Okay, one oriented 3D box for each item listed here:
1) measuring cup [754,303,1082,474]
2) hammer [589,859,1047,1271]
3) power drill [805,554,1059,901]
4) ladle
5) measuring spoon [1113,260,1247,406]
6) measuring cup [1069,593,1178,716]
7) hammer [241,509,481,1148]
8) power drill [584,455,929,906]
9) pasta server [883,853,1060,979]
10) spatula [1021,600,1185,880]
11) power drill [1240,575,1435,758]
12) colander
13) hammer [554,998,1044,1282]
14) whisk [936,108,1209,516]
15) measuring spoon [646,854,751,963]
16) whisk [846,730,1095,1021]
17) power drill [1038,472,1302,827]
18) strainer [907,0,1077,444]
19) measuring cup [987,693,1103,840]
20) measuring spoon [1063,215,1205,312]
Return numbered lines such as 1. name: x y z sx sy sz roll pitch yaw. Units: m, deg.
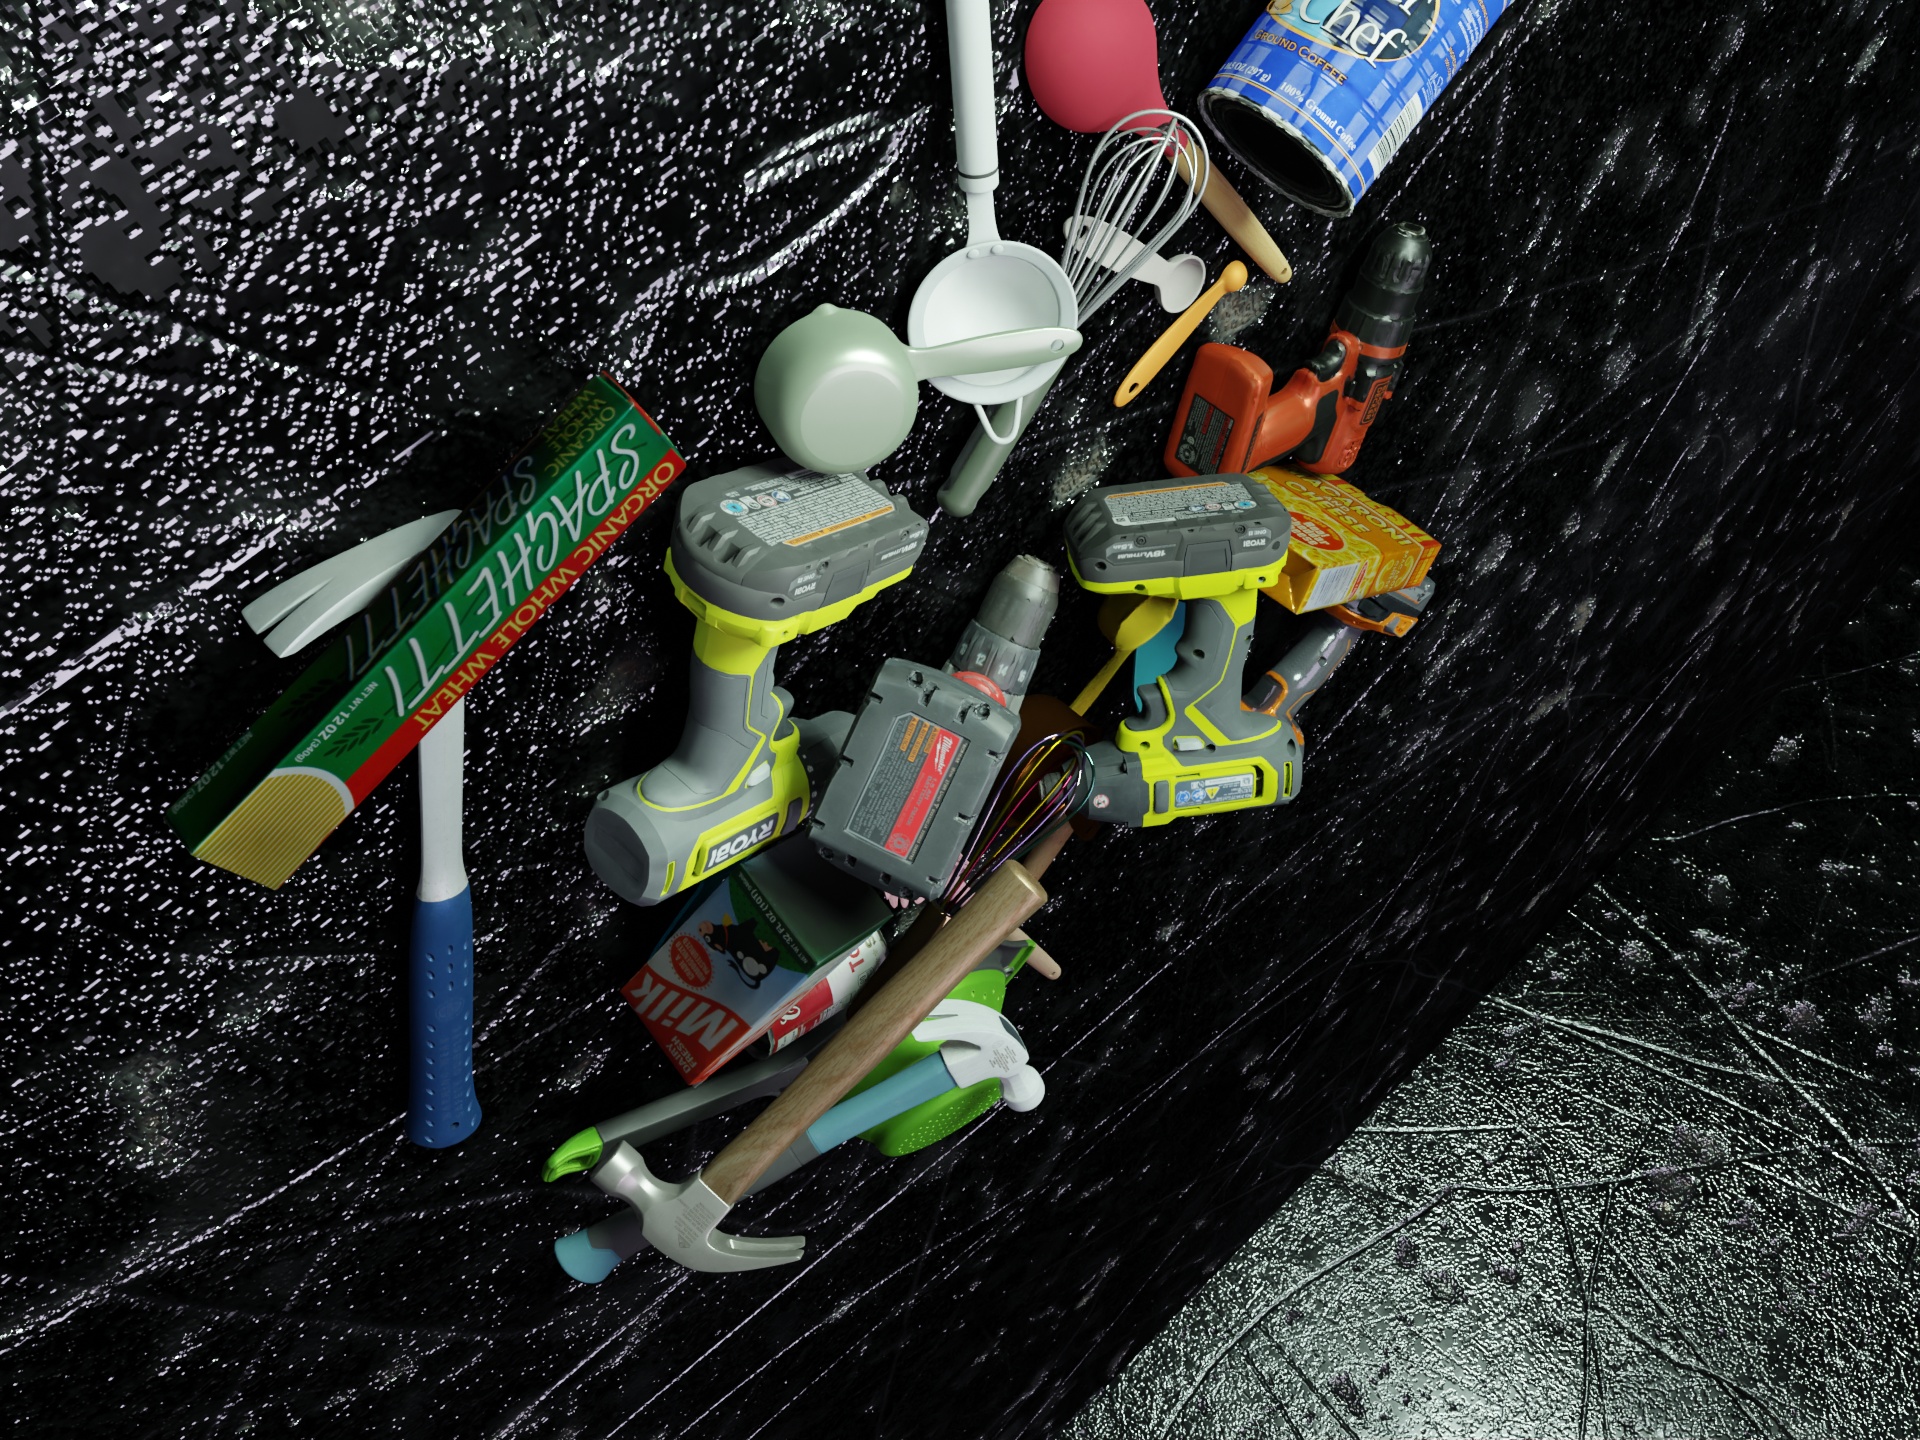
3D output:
1. measuring cup: -0.014 -0.163 0.767 0.167 0.038 0.083 -13 135 -13
2. hammer: -0.071 0.214 0.985 0.331 0.130 0.031 -45 -174 6
3. power drill: -0.001 -0.003 0.919 0.188 0.080 0.227 -65 176 11
4. ladle: 0.125 -0.301 0.863 0.069 0.031 0.315 -52 152 13
5. measuring spoon: 0.135 -0.233 0.964 0.117 0.011 0.021 -48 150 -2
6. measuring cup: 0.096 -0.044 1.125 0.062 0.029 0.156 -9 143 -48
7. hammer: -0.260 0.076 0.778 0.144 0.035 0.405 -22 141 -38
8. power drill: -0.096 -0.022 0.840 0.190 0.080 0.228 -27 147 -46
9. pasta server: 0.019 0.150 1.198 0.060 0.040 0.315 -34 145 6
10. spatula: 0.089 0.049 1.215 0.082 0.044 0.317 -1 130 -53
11. power drill: 0.267 -0.045 1.284 0.164 0.084 0.226 5 125 -53
12. colander: -0.094 0.271 1.120 0.397 0.095 0.204 -16 152 -35
13. hammer: -0.109 0.283 1.049 0.331 0.033 0.128 -27 131 -3
14. whisk: 0.050 -0.206 0.837 0.059 0.058 0.246 24 122 -15
15. measuring spoon: -0.164 0.104 0.959 0.042 0.021 0.128 -6 139 -53
16. whisk: 0.005 0.104 1.017 0.245 0.051 0.047 -53 -176 12
17. power drill: 0.132 -0.035 1.017 0.171 0.080 0.223 -7 120 -4
18. strainer: 0.010 -0.252 0.754 0.087 0.050 0.258 -10 135 -5
19. measuring cup: 0.061 0.041 1.140 0.095 0.052 0.173 -46 151 -5
20. measuring spoon: 0.094 -0.259 0.885 0.124 0.018 0.034 8 118 -48
